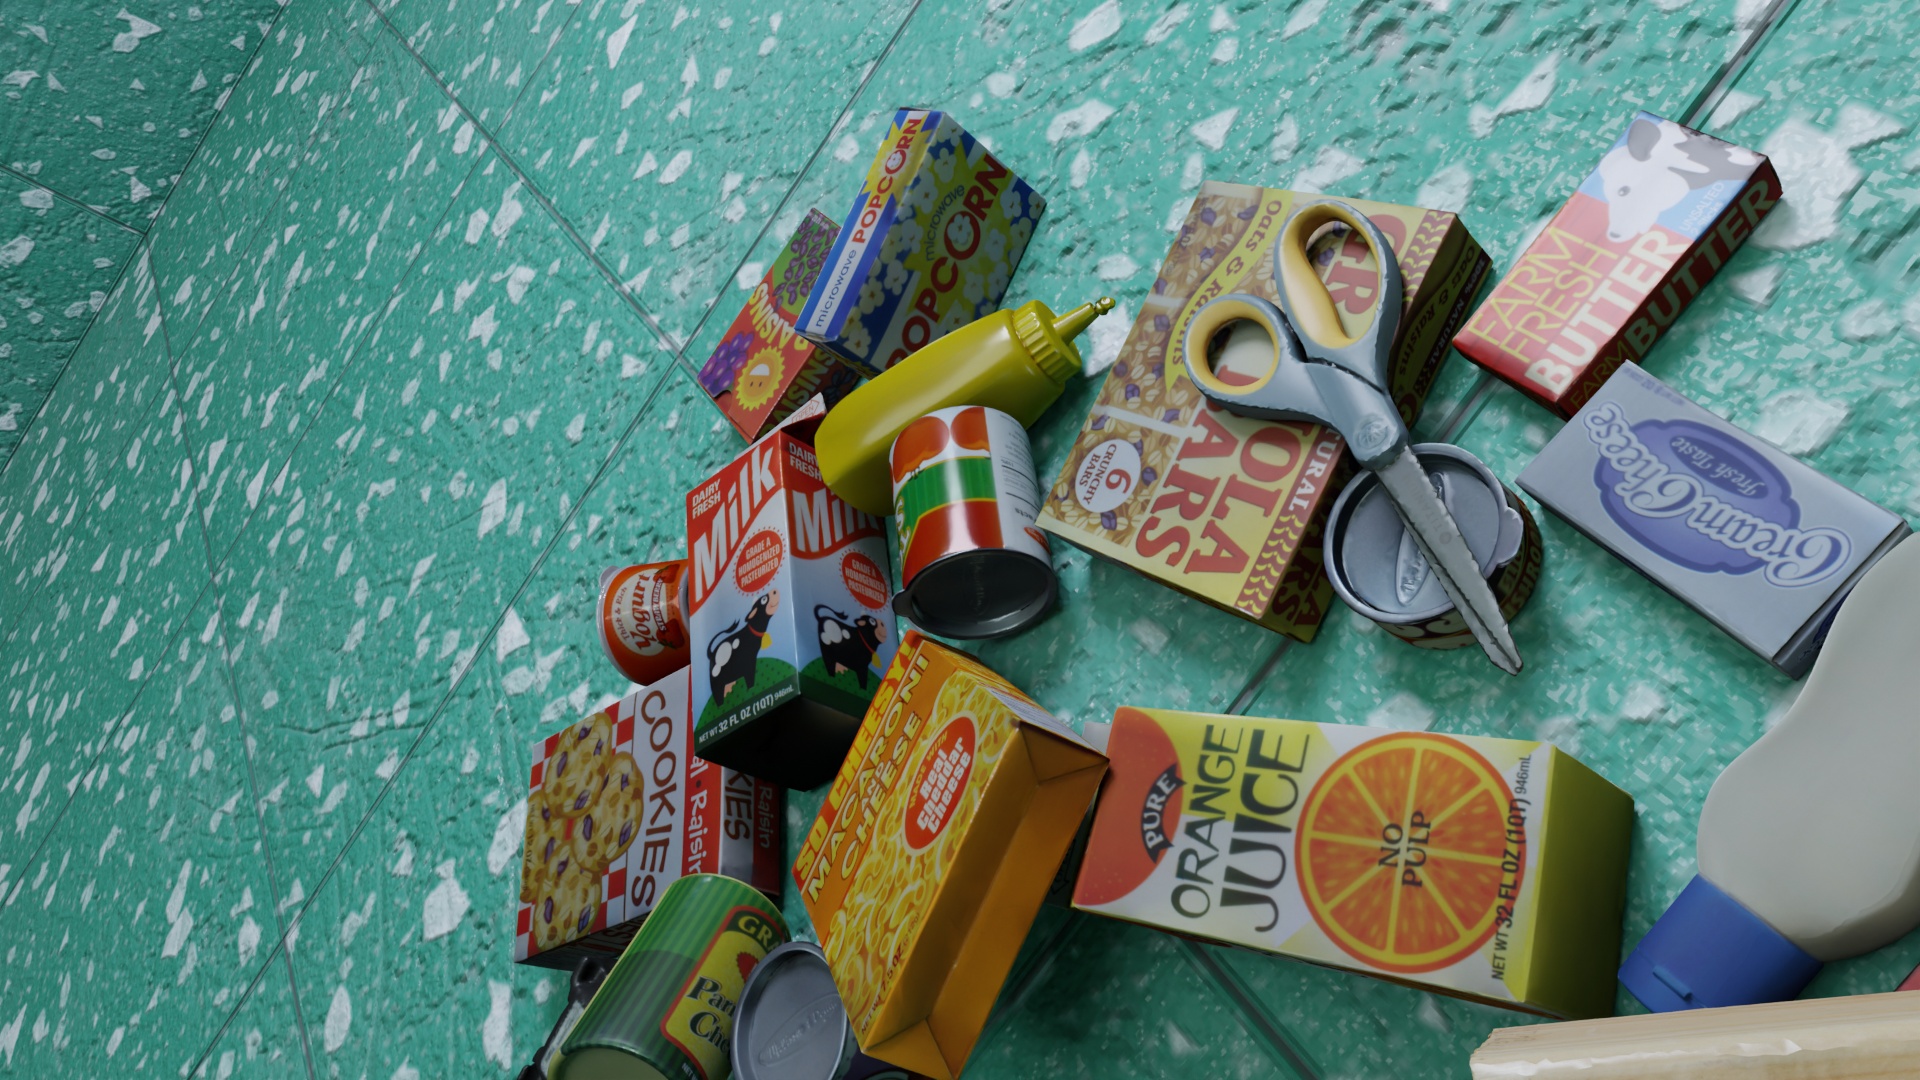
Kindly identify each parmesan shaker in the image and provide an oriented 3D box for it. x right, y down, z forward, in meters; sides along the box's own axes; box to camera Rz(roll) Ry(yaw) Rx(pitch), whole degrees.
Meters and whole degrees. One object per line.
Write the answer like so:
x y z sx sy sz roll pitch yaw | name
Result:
-0.120 0.203 0.592 0.071 0.071 0.103 -34 12 27 | parmesan shaker

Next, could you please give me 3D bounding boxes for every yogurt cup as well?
-0.152 0.041 0.744 0.054 0.072 0.072 -16 59 29 | yogurt cup

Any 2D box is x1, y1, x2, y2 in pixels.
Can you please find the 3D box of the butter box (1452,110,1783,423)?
0.225 -0.094 0.482 0.103 0.024 0.053 -52 43 9 | butter box

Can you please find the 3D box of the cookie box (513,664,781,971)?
-0.161 0.141 0.717 0.167 0.040 0.123 -27 52 33 | cookie box

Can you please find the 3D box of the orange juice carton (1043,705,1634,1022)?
0.108 0.100 0.456 0.192 0.073 0.072 -1 69 44 | orange juice carton

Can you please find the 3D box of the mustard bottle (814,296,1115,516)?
0.007 -0.070 0.654 0.160 0.065 0.049 -32 55 21 | mustard bottle

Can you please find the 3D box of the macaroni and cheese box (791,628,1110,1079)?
-0.012 0.111 0.540 0.123 0.040 0.166 -64 16 0 | macaroni and cheese box

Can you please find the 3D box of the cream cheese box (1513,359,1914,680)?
0.231 -0.009 0.432 0.053 0.024 0.104 -51 43 11 | cream cheese box

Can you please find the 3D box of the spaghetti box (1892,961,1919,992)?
0.287 0.079 0.328 0.249 0.028 0.050 -54 43 8 | spaghetti box

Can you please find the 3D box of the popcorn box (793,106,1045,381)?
-0.019 -0.138 0.694 0.038 0.085 0.127 19 83 46 | popcorn box

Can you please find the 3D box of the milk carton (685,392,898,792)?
-0.084 0.017 0.684 0.072 0.073 0.191 -32 50 28 | milk carton

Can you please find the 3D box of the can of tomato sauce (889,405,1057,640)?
0.002 -0.008 0.615 0.071 0.071 0.083 -32 46 28 | can of tomato sauce

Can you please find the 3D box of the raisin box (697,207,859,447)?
-0.088 -0.116 0.782 0.123 0.040 0.086 -54 44 9 | raisin box

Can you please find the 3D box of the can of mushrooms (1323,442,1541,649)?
0.165 0.003 0.482 0.071 0.033 0.071 -22 55 35 | can of mushrooms

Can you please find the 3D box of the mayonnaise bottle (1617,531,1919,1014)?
0.238 0.072 0.371 0.148 0.041 0.065 -55 39 9 | mayonnaise bottle

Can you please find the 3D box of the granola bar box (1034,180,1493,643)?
0.117 -0.056 0.555 0.124 0.039 0.165 24 86 47 | granola bar box

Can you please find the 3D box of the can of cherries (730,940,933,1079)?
-0.050 0.203 0.564 0.071 0.058 0.072 -21 56 34 | can of cherries
